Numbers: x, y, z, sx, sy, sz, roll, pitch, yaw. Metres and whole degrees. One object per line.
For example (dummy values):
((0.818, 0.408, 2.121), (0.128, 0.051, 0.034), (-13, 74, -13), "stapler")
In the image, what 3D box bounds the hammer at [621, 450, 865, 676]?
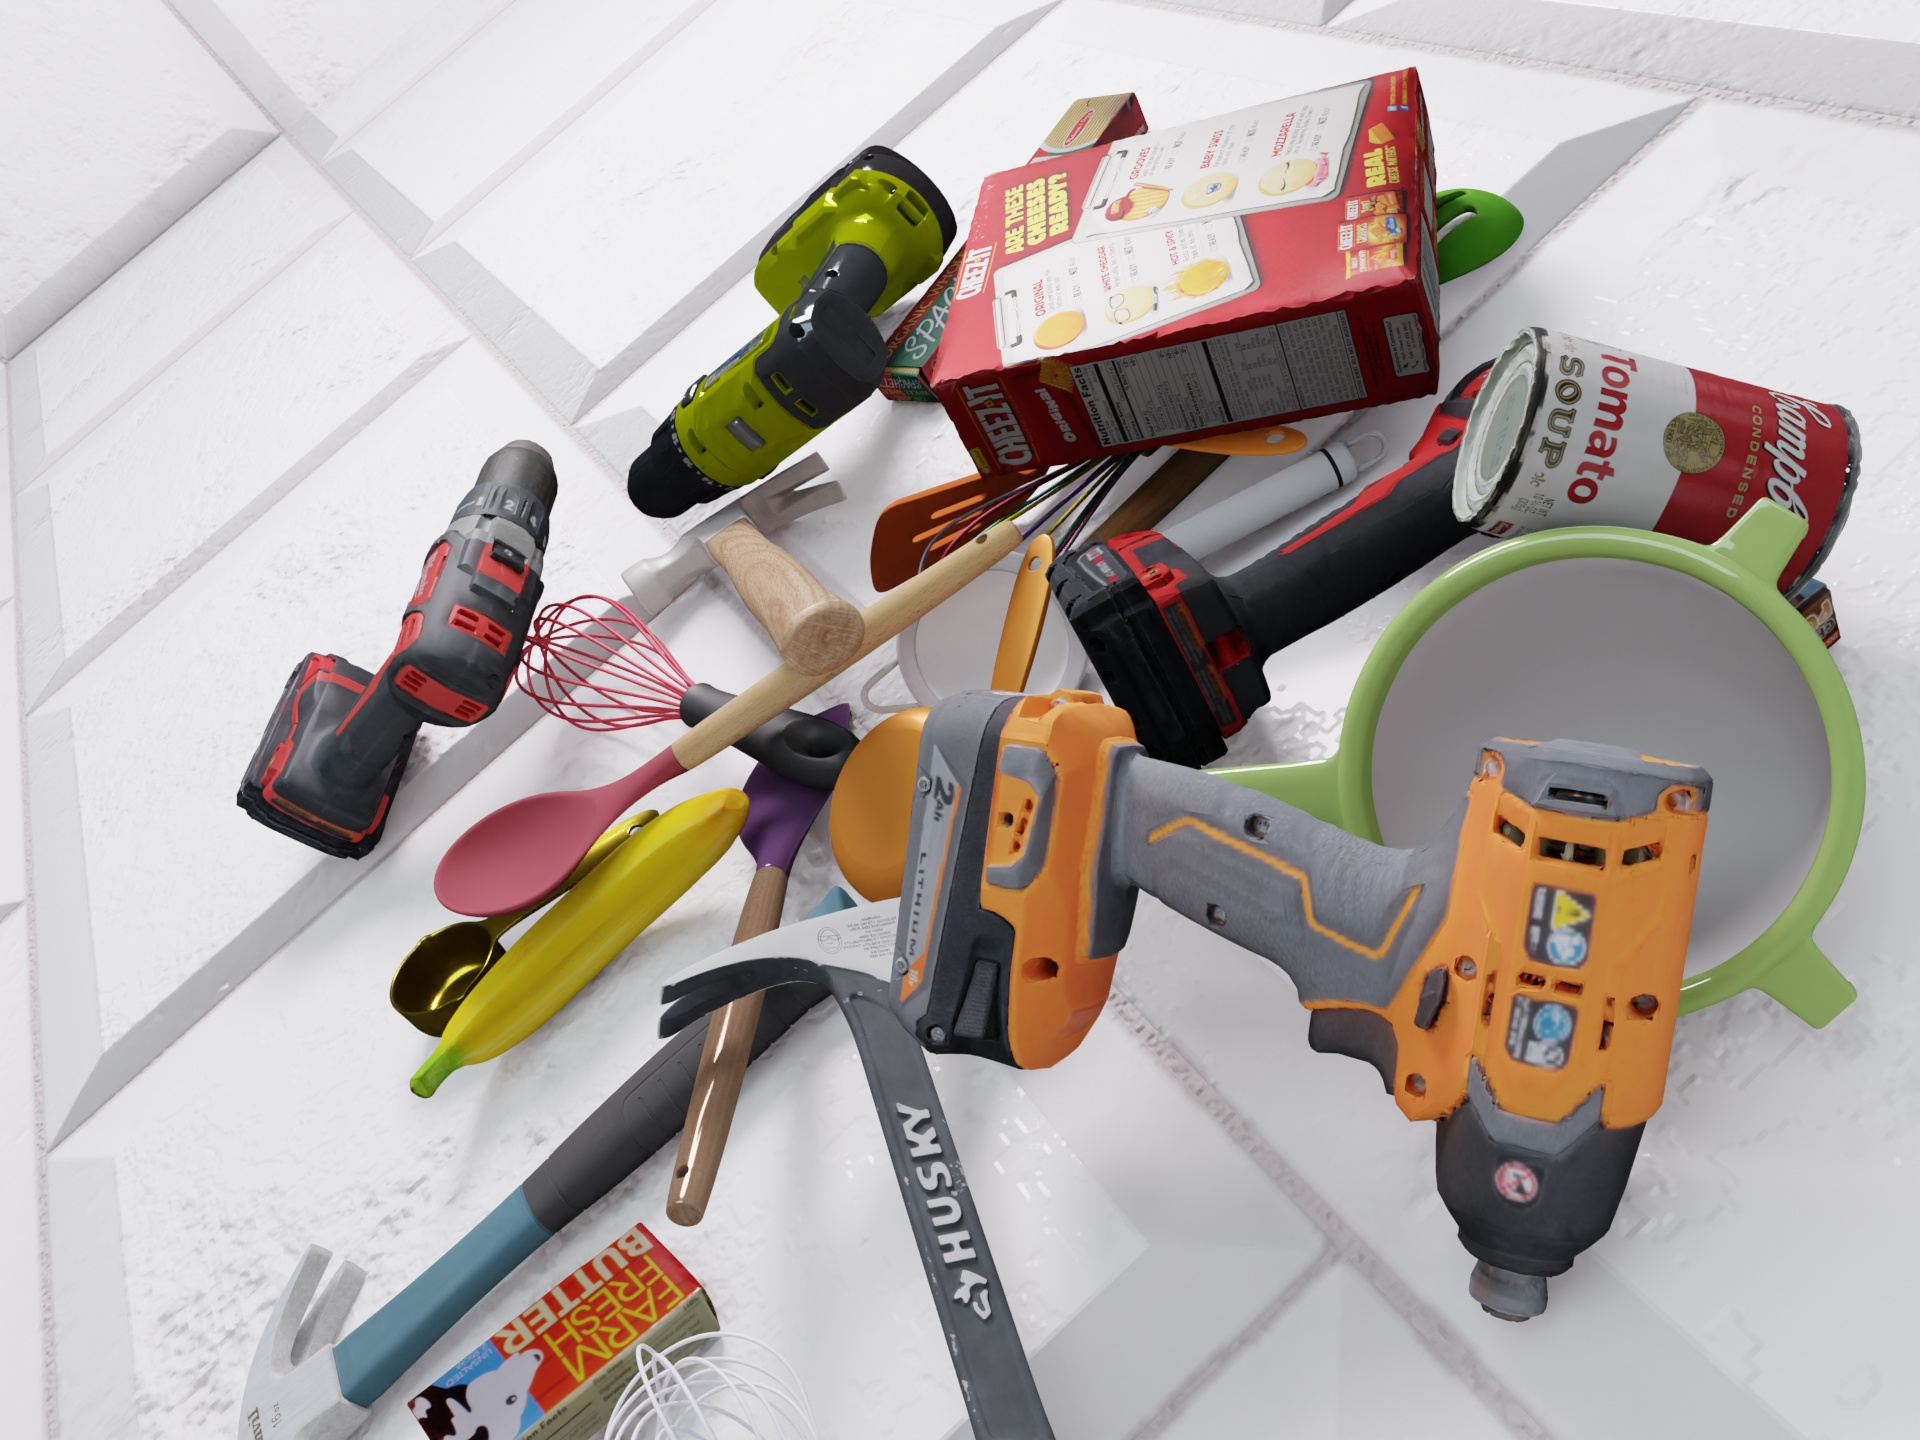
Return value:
((-0.095, -0.073, 0.779), (0.130, 0.031, 0.331), (-36, 21, -5), "hammer")

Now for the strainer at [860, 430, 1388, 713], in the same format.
((0.075, -0.064, 0.713), (0.258, 0.050, 0.087), (-27, 81, 4), "strainer")

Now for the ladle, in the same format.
((-0.106, 0.001, 0.714), (0.315, 0.031, 0.069), (-33, 43, 11), "ladle")

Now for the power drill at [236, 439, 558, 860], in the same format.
((-0.303, -0.042, 0.889), (0.226, 0.080, 0.188), (-36, 35, 36), "power drill")

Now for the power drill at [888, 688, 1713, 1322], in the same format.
((0.094, 0.076, 0.485), (0.226, 0.084, 0.164), (9, 94, 28), "power drill")

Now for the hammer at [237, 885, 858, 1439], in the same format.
((-0.162, 0.192, 0.655), (0.331, 0.033, 0.128), (-42, 41, -4), "hammer")

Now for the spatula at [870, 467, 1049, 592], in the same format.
((0.065, -0.185, 0.829), (0.041, 0.081, 0.323), (34, 68, 11), "spatula")

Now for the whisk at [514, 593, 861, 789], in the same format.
((-0.142, -0.011, 0.801), (0.296, 0.073, 0.073), (18, 65, 46), "whisk")

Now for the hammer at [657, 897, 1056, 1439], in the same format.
((0.011, 0.211, 0.467), (0.149, 0.036, 0.409), (-4, 43, -18), "hammer")

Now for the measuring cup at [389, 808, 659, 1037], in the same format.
((-0.209, 0.100, 0.792), (0.156, 0.029, 0.062), (-37, 38, -17), "measuring cup")

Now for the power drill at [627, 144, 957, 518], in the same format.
((-0.100, -0.221, 0.932), (0.190, 0.080, 0.229), (-27, 30, 40), "power drill")

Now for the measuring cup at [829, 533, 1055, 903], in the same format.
((-0.001, -0.002, 0.656), (0.095, 0.052, 0.174), (10, 82, 44), "measuring cup")

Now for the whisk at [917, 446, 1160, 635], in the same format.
((0.070, -0.124, 0.772), (0.245, 0.047, 0.051), (-41, 38, -8), "whisk")

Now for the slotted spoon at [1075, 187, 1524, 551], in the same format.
((0.143, -0.151, 0.755), (0.314, 0.031, 0.070), (-43, 40, -3), "slotted spoon")

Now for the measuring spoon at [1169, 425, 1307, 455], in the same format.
((0.105, -0.135, 0.731), (0.117, 0.011, 0.021), (14, 57, 36), "measuring spoon")

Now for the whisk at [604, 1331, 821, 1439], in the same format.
((-0.023, 0.284, 0.421), (0.070, 0.070, 0.285), (-41, 52, -2), "whisk")

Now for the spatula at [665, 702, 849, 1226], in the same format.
((-0.085, 0.083, 0.663), (0.060, 0.018, 0.316), (-25, 27, 17), "spatula")

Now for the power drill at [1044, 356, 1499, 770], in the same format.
((0.149, -0.072, 0.621), (0.219, 0.078, 0.143), (-28, 15, 5), "power drill")

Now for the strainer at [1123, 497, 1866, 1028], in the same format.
((0.158, 0.022, 0.533), (0.256, 0.069, 0.151), (-7, 86, 34), "strainer")
